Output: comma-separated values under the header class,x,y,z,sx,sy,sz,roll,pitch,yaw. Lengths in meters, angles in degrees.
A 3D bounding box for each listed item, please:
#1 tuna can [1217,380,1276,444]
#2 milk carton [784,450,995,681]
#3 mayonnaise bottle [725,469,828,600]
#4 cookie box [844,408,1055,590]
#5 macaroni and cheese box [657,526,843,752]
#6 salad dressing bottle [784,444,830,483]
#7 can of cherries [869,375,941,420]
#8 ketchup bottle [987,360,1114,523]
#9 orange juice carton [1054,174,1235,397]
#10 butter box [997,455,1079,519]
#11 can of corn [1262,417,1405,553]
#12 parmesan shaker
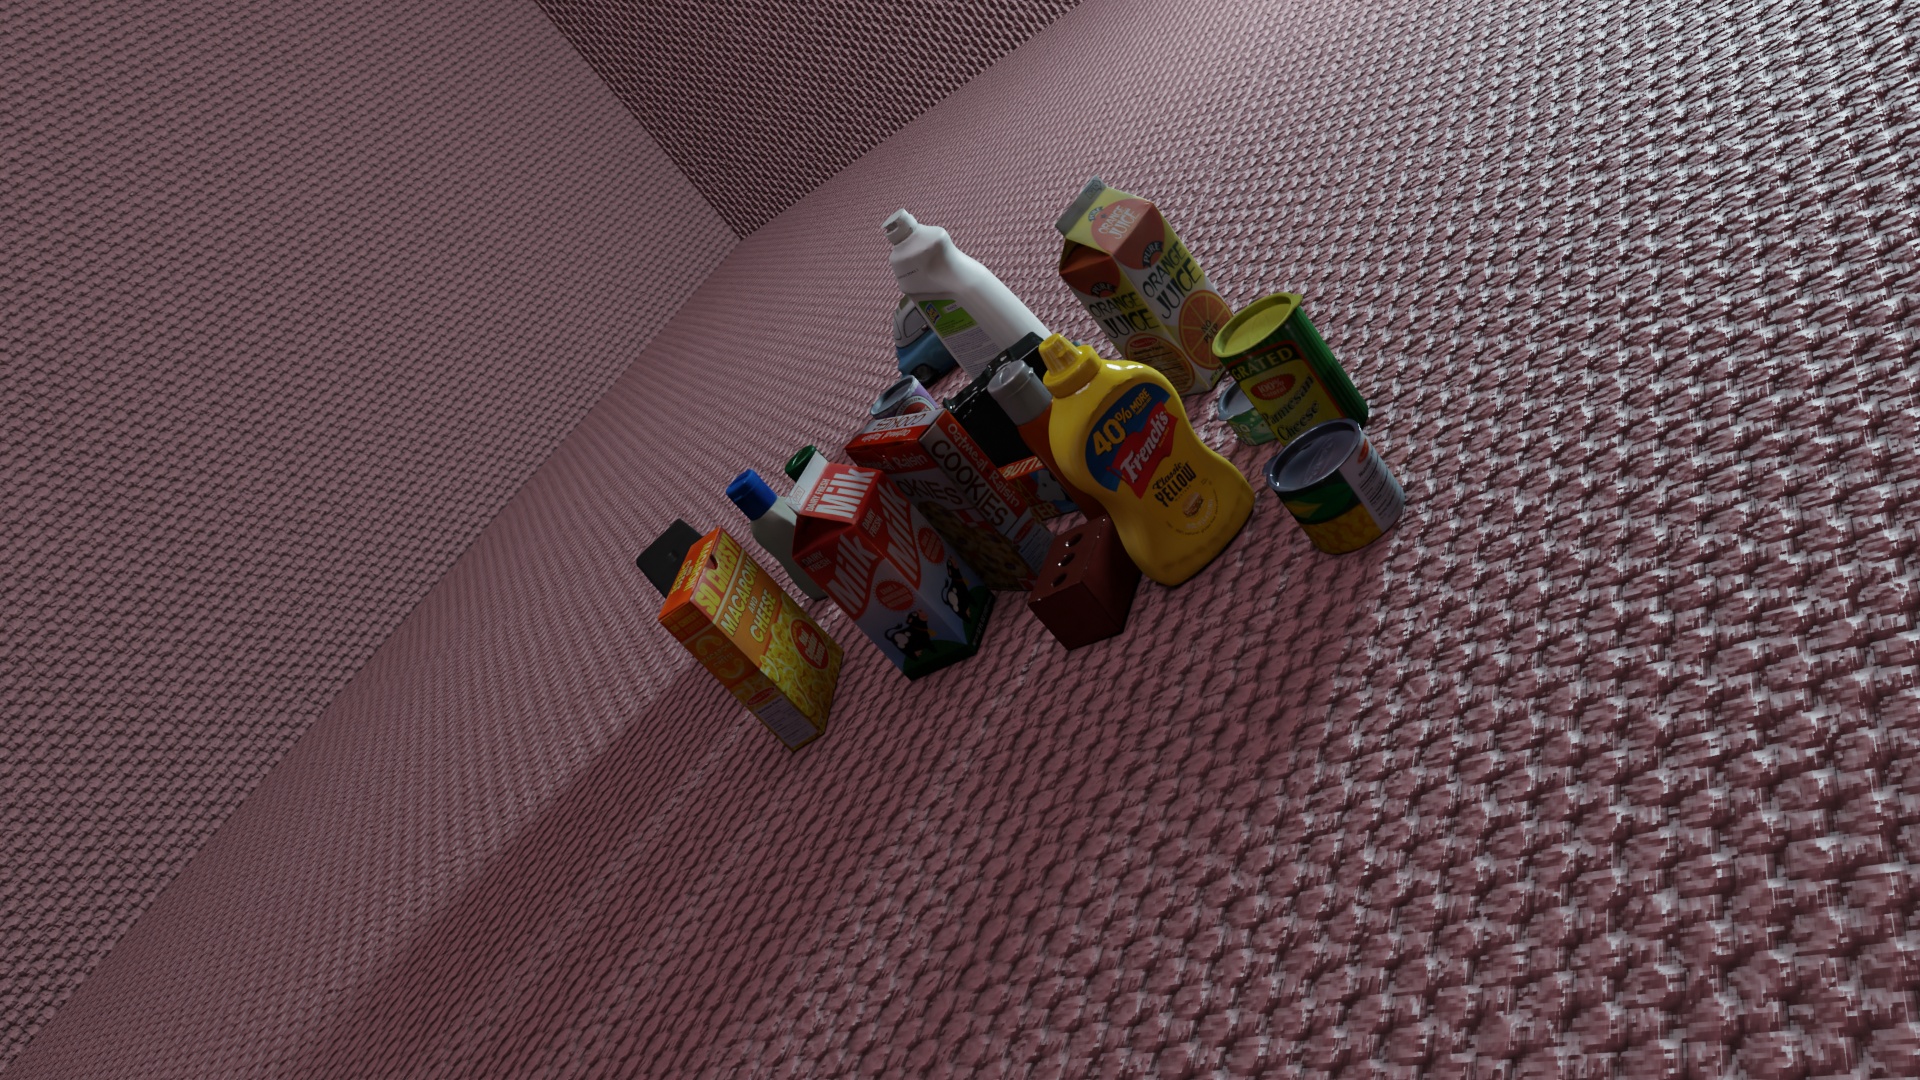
class,x,y,z,sx,sy,sz,roll,pitch,yaw
tuna can,0.230,-0.104,1.056,0.071,0.032,0.071,-34,22,16
milk carton,-0.064,0.016,1.101,0.073,0.190,0.073,-26,26,34
mayonnaise bottle,-0.171,-0.007,1.384,0.064,0.148,0.041,-27,25,33
cookie box,-0.003,-0.029,1.119,0.040,0.167,0.123,-50,23,-22
macaroni and cheese box,-0.175,0.082,1.192,0.040,0.166,0.124,-33,23,20
salad dressing bottle,-0.104,-0.026,1.309,0.044,0.147,0.064,-26,26,34
can of cherries,-0.060,-0.145,1.585,0.071,0.058,0.072,-35,22,16
ketchup bottle,0.080,-0.076,1.095,0.043,0.148,0.065,-33,23,20
orange juice carton,0.154,-0.215,1.180,0.073,0.192,0.072,-7,40,56
butter box,0.066,-0.045,1.189,0.103,0.053,0.024,-16,33,48
can of corn,0.235,-0.033,0.877,0.071,0.058,0.071,-35,22,16
parmesan shaker,0.235,-0.114,0.973,0.071,0.103,0.071,-35,22,16
